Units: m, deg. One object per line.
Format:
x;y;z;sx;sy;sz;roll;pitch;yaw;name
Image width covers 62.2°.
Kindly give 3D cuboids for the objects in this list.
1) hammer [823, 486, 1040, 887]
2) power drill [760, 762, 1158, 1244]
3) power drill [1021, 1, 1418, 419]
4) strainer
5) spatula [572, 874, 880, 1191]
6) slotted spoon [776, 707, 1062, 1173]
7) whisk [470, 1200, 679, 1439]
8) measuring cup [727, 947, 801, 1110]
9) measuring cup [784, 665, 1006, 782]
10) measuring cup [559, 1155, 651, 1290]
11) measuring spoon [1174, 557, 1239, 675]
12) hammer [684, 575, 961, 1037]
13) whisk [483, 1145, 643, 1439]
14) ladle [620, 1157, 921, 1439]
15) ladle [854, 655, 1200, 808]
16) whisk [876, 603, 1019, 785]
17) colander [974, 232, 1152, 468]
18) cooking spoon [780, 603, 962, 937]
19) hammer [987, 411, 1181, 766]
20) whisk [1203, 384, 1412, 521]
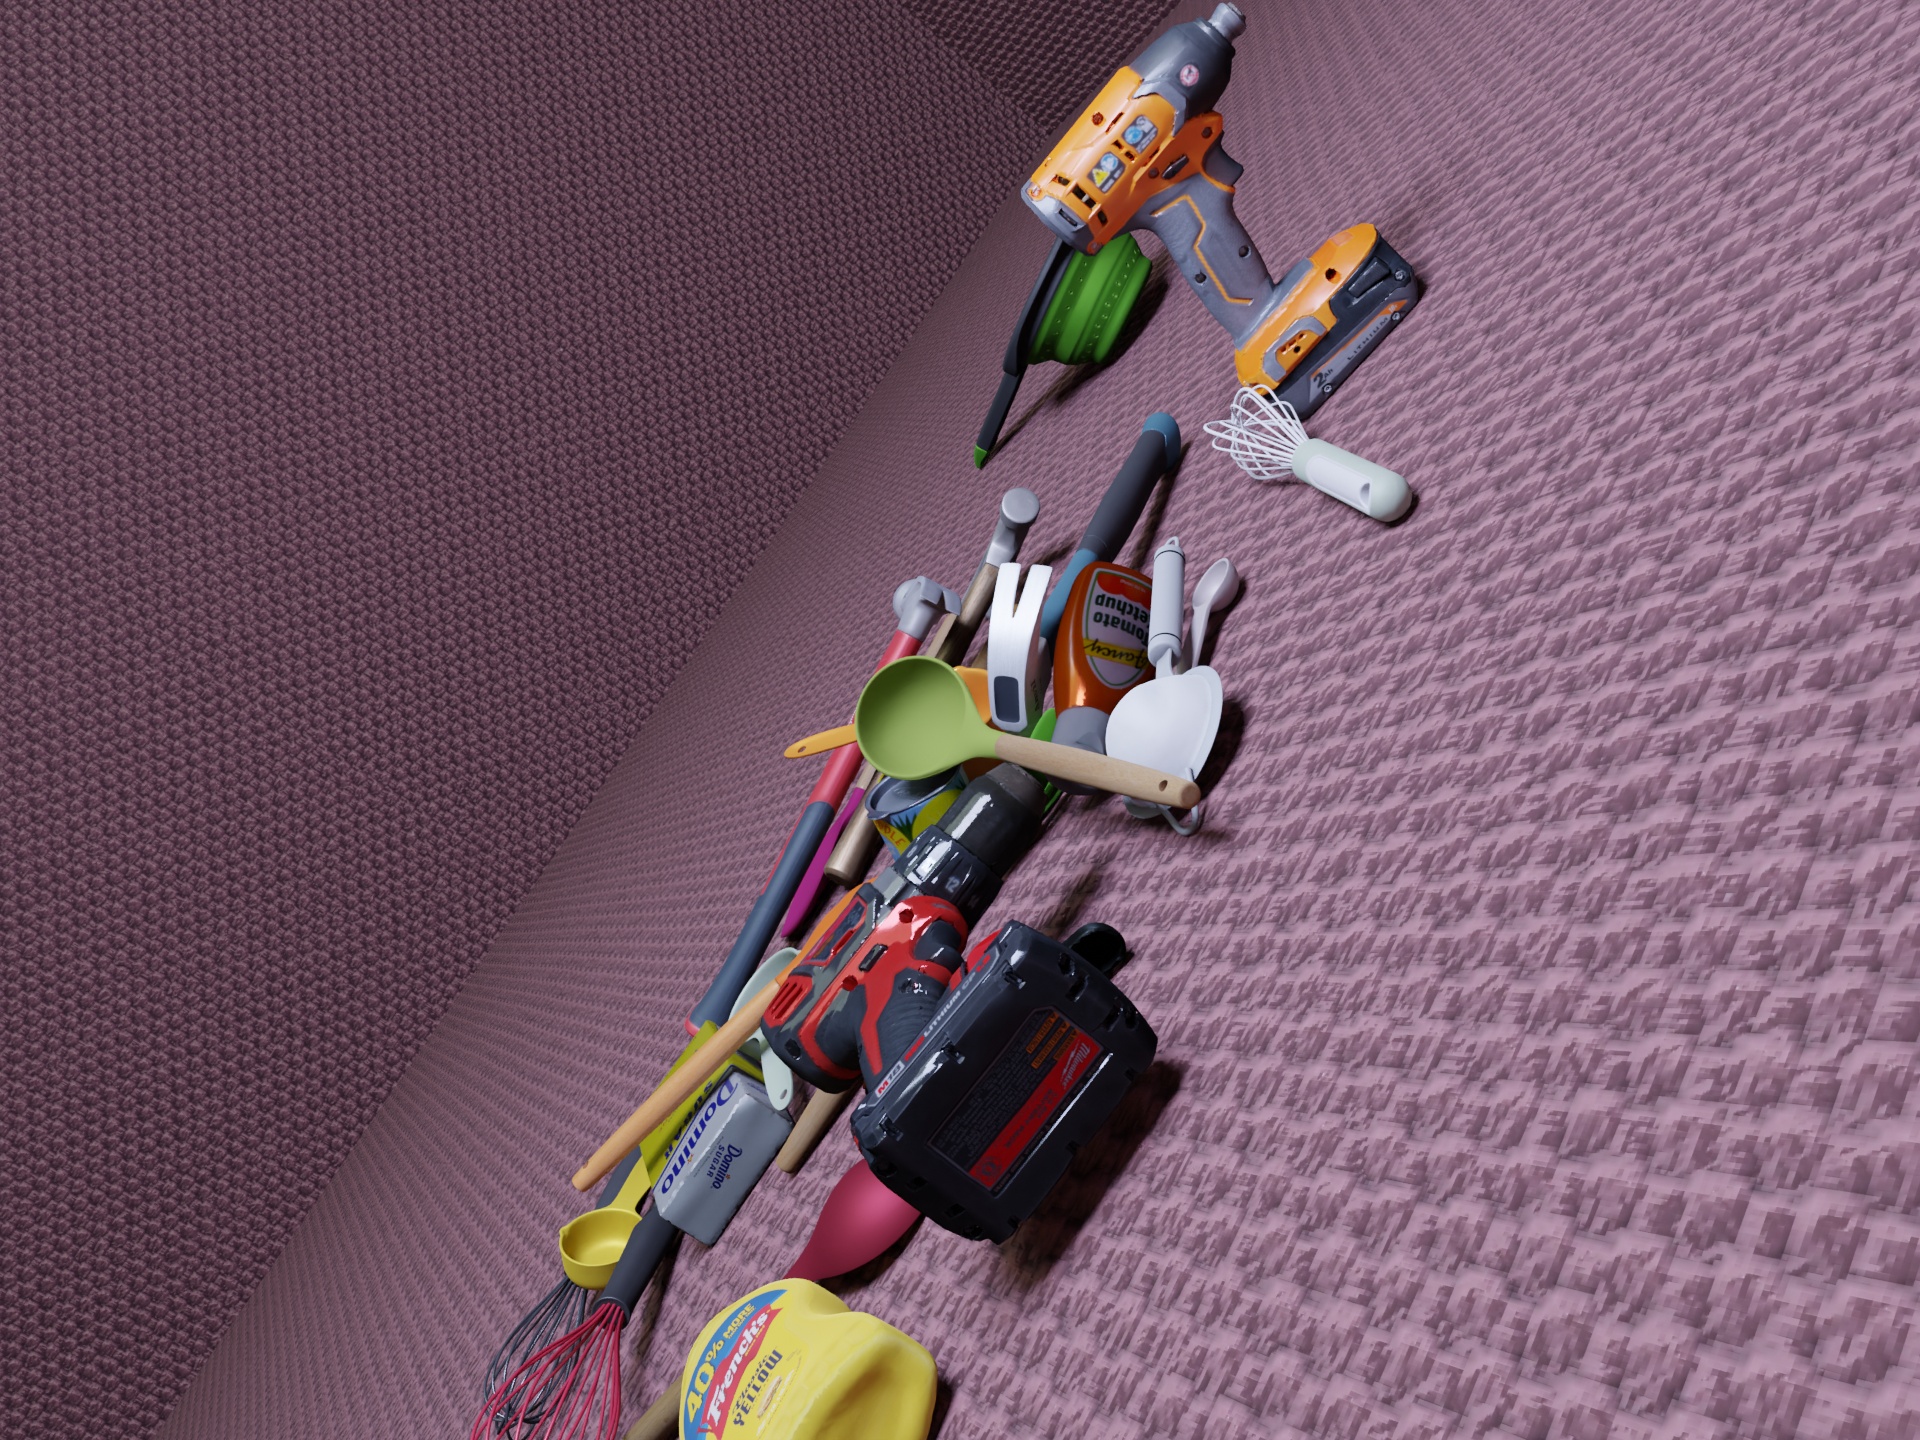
-0.023;-0.021;1.240;0.130;0.031;0.331;111;-176;-71;hammer
0.001;0.113;0.726;0.188;0.080;0.227;-50;20;-5;power drill
0.173;-0.314;0.981;0.164;0.226;0.084;-47;16;20;power drill
0.110;-0.033;0.872;0.087;0.050;0.259;-51;16;34;strainer
-0.123;0.191;1.008;0.322;0.041;0.081;-44;22;4;spatula
-0.018;0.132;0.938;0.314;0.031;0.070;-57;-19;-2;slotted spoon
-0.209;0.356;0.921;0.073;0.073;0.296;-49;5;15;whisk
-0.112;0.211;1.037;0.083;0.038;0.168;-48;23;8;measuring cup
-0.038;0.021;1.091;0.173;0.052;0.095;-13;36;27;measuring cup
-0.224;0.335;1.097;0.156;0.062;0.029;-56;-33;-67;measuring cup
0.137;-0.038;0.899;0.034;0.018;0.124;-36;29;57;measuring spoon
-0.104;0.071;1.183;0.386;0.038;0.143;-63;10;2;hammer
-0.257;0.379;1.080;0.055;0.055;0.239;-43;13;33;whisk
-0.119;0.325;0.823;0.315;0.031;0.069;-50;15;19;ladle
0.027;0.013;0.865;0.320;0.062;0.078;14;79;64;ladle
-0.003;-0.005;1.168;0.245;0.047;0.051;-60;-2;-38;whisk
0.104;-0.376;1.626;0.205;0.094;0.396;-64;1;-34;colander
-0.067;0.036;1.291;0.319;0.017;0.069;-63;13;-20;cooking spoon
0.089;-0.109;1.064;0.033;0.128;0.331;7;41;23;hammer
0.196;-0.149;0.903;0.246;0.059;0.057;-116;26;-68;whisk
